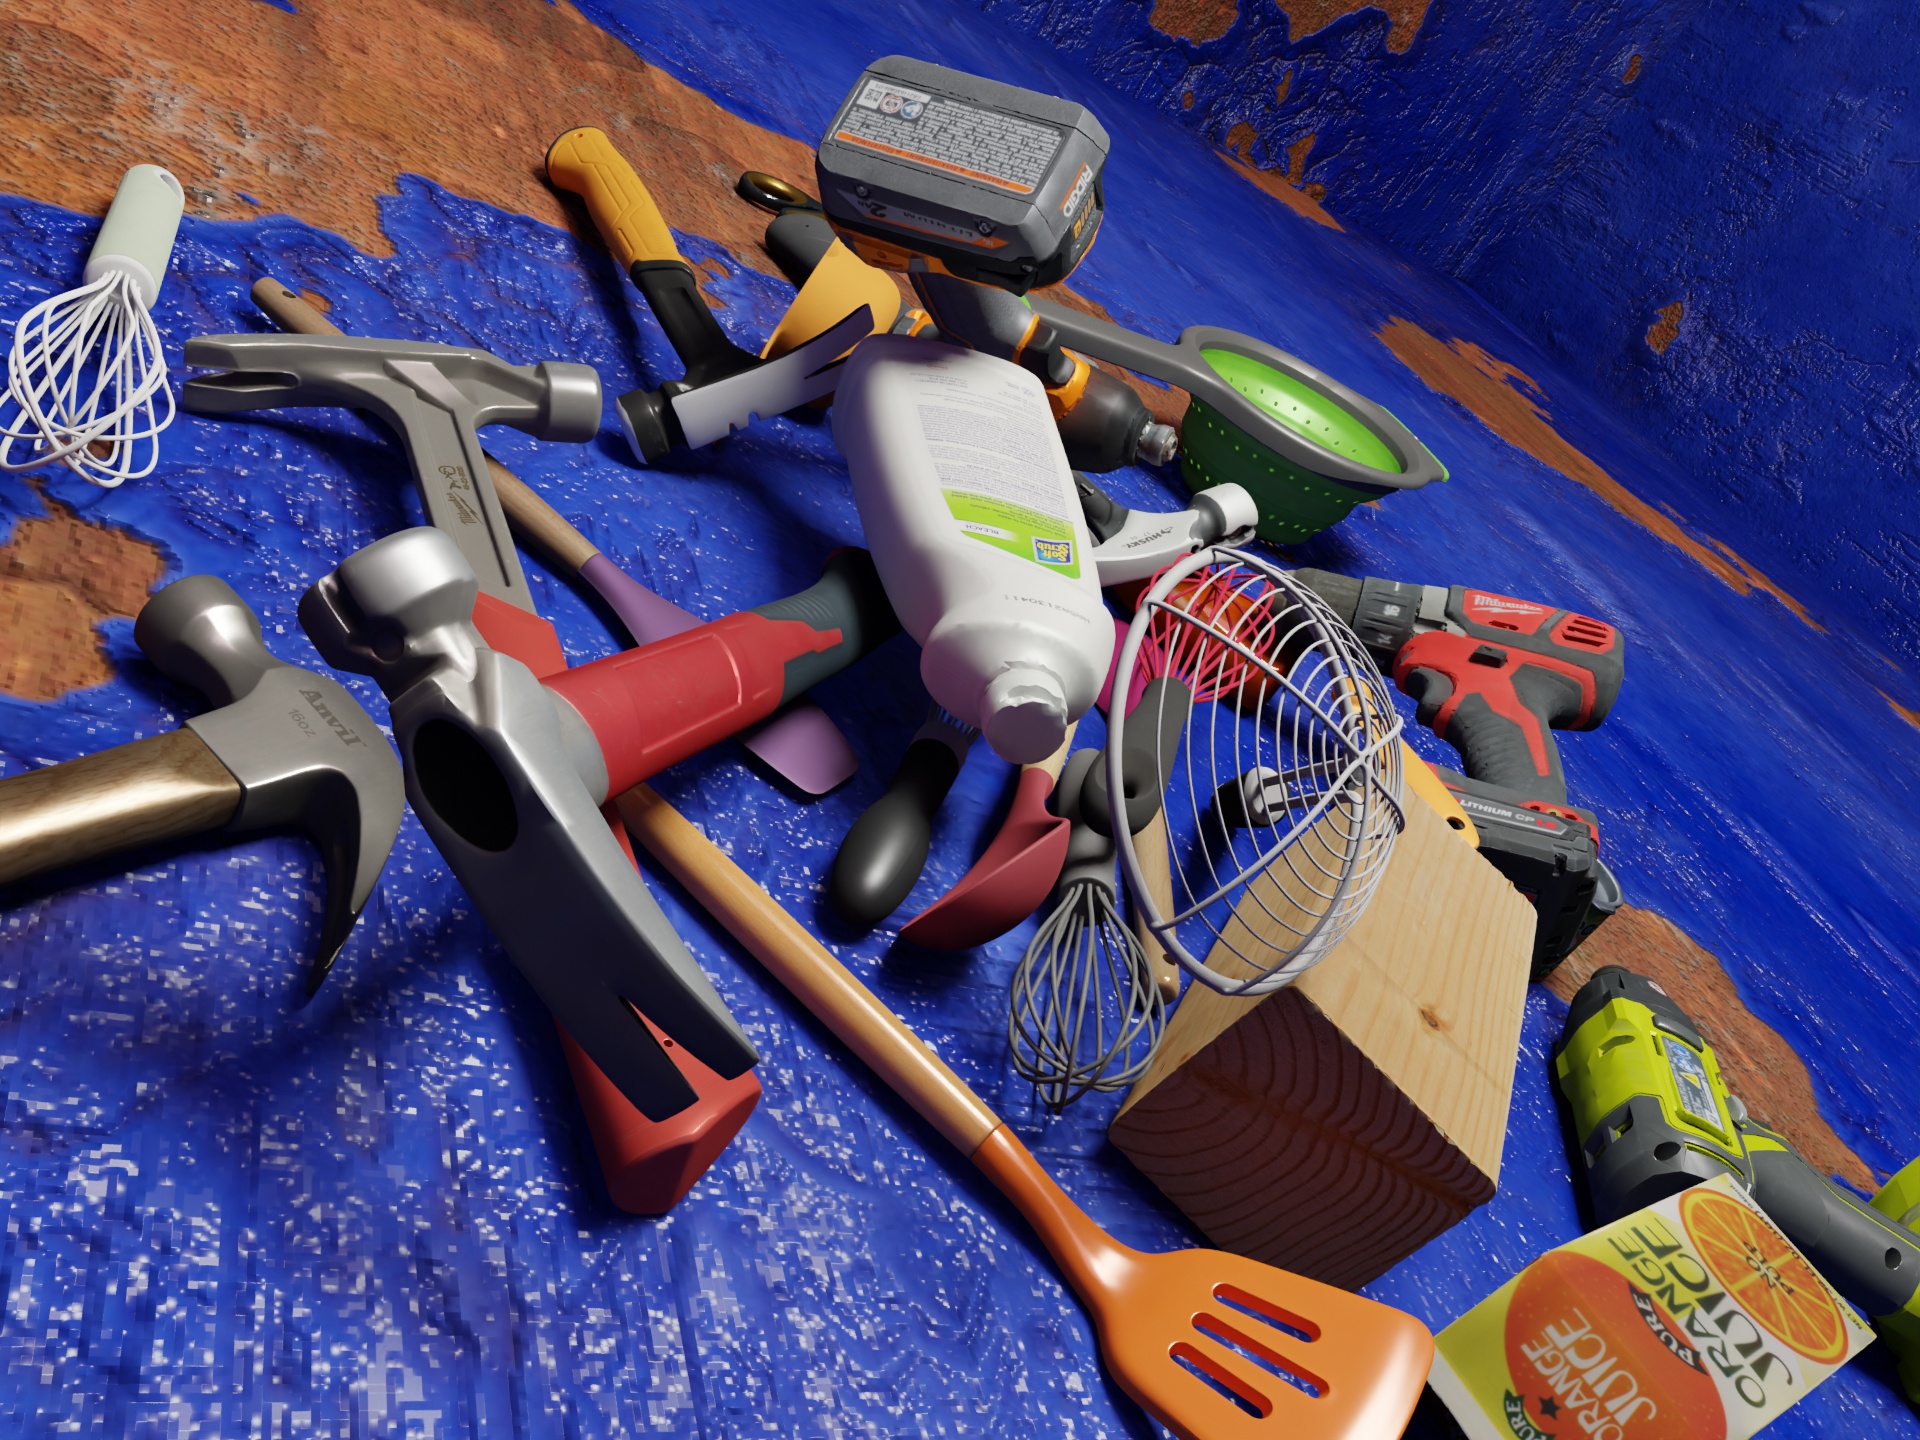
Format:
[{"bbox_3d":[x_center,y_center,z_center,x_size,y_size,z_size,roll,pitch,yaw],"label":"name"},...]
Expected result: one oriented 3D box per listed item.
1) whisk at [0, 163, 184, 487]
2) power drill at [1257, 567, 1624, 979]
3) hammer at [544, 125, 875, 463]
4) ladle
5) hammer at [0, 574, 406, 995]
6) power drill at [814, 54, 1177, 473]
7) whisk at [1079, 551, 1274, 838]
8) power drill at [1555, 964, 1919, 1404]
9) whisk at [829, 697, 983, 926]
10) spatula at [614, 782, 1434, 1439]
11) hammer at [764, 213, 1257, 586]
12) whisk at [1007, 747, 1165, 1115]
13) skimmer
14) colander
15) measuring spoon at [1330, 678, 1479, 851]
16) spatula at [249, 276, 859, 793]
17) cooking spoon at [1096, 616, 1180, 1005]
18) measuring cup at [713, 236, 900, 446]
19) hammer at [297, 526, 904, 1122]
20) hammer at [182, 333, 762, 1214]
[{"bbox_3d":[-0.306,-0.153,0.577,0.057,0.059,0.247,60,3,-40],"label":"whisk"},{"bbox_3d":[0.227,0.005,0.786,0.188,0.080,0.227,15,41,11],"label":"power drill"},{"bbox_3d":[-0.156,-0.248,0.844,0.127,0.034,0.337,-24,45,-9],"label":"hammer"},{"bbox_3d":[0.033,0.016,0.664,0.031,0.069,0.315,52,21,-10],"label":"ladle"},{"bbox_3d":[-0.256,0.041,0.329,0.130,0.031,0.331,41,29,14],"label":"hammer"},{"bbox_3d":[0.026,-0.200,0.773,0.164,0.084,0.226,22,-17,17],"label":"power drill"},{"bbox_3d":[0.097,-0.016,0.726,0.073,0.073,0.296,35,28,1],"label":"whisk"},{"bbox_3d":[0.375,0.203,0.709,0.223,0.080,0.171,30,28,-2],"label":"power drill"},{"bbox_3d":[-0.002,-0.002,0.654,0.070,0.070,0.285,33,33,-3],"label":"whisk"},{"bbox_3d":[-0.007,0.106,0.485,0.323,0.041,0.081,41,44,16],"label":"spatula"},{"bbox_3d":[-0.009,-0.203,0.950,0.149,0.036,0.409,-21,50,-26],"label":"hammer"},{"bbox_3d":[0.047,0.065,0.604,0.055,0.055,0.239,30,23,-8],"label":"whisk"},{"bbox_3d":[0.091,0.025,0.582,0.090,0.127,0.363,-2,-5,3],"label":"skimmer"},{"bbox_3d":[0.158,-0.207,1.110,0.396,0.094,0.205,11,35,-30],"label":"colander"},{"bbox_3d":[0.195,0.016,0.699,0.021,0.011,0.117,-6,39,-16],"label":"measuring spoon"},{"bbox_3d":[-0.165,-0.077,0.631,0.316,0.018,0.060,39,27,7],"label":"spatula"},{"bbox_3d":[0.084,0.025,0.737,0.068,0.017,0.319,27,28,-12],"label":"cooking spoon"},{"bbox_3d":[-0.082,-0.185,0.846,0.052,0.095,0.174,32,45,-14],"label":"measuring cup"},{"bbox_3d":[-0.062,-0.005,0.529,0.143,0.038,0.386,57,14,-2],"label":"hammer"},{"bbox_3d":[-0.150,-0.010,0.505,0.149,0.036,0.359,-3,47,-29],"label":"hammer"}]
